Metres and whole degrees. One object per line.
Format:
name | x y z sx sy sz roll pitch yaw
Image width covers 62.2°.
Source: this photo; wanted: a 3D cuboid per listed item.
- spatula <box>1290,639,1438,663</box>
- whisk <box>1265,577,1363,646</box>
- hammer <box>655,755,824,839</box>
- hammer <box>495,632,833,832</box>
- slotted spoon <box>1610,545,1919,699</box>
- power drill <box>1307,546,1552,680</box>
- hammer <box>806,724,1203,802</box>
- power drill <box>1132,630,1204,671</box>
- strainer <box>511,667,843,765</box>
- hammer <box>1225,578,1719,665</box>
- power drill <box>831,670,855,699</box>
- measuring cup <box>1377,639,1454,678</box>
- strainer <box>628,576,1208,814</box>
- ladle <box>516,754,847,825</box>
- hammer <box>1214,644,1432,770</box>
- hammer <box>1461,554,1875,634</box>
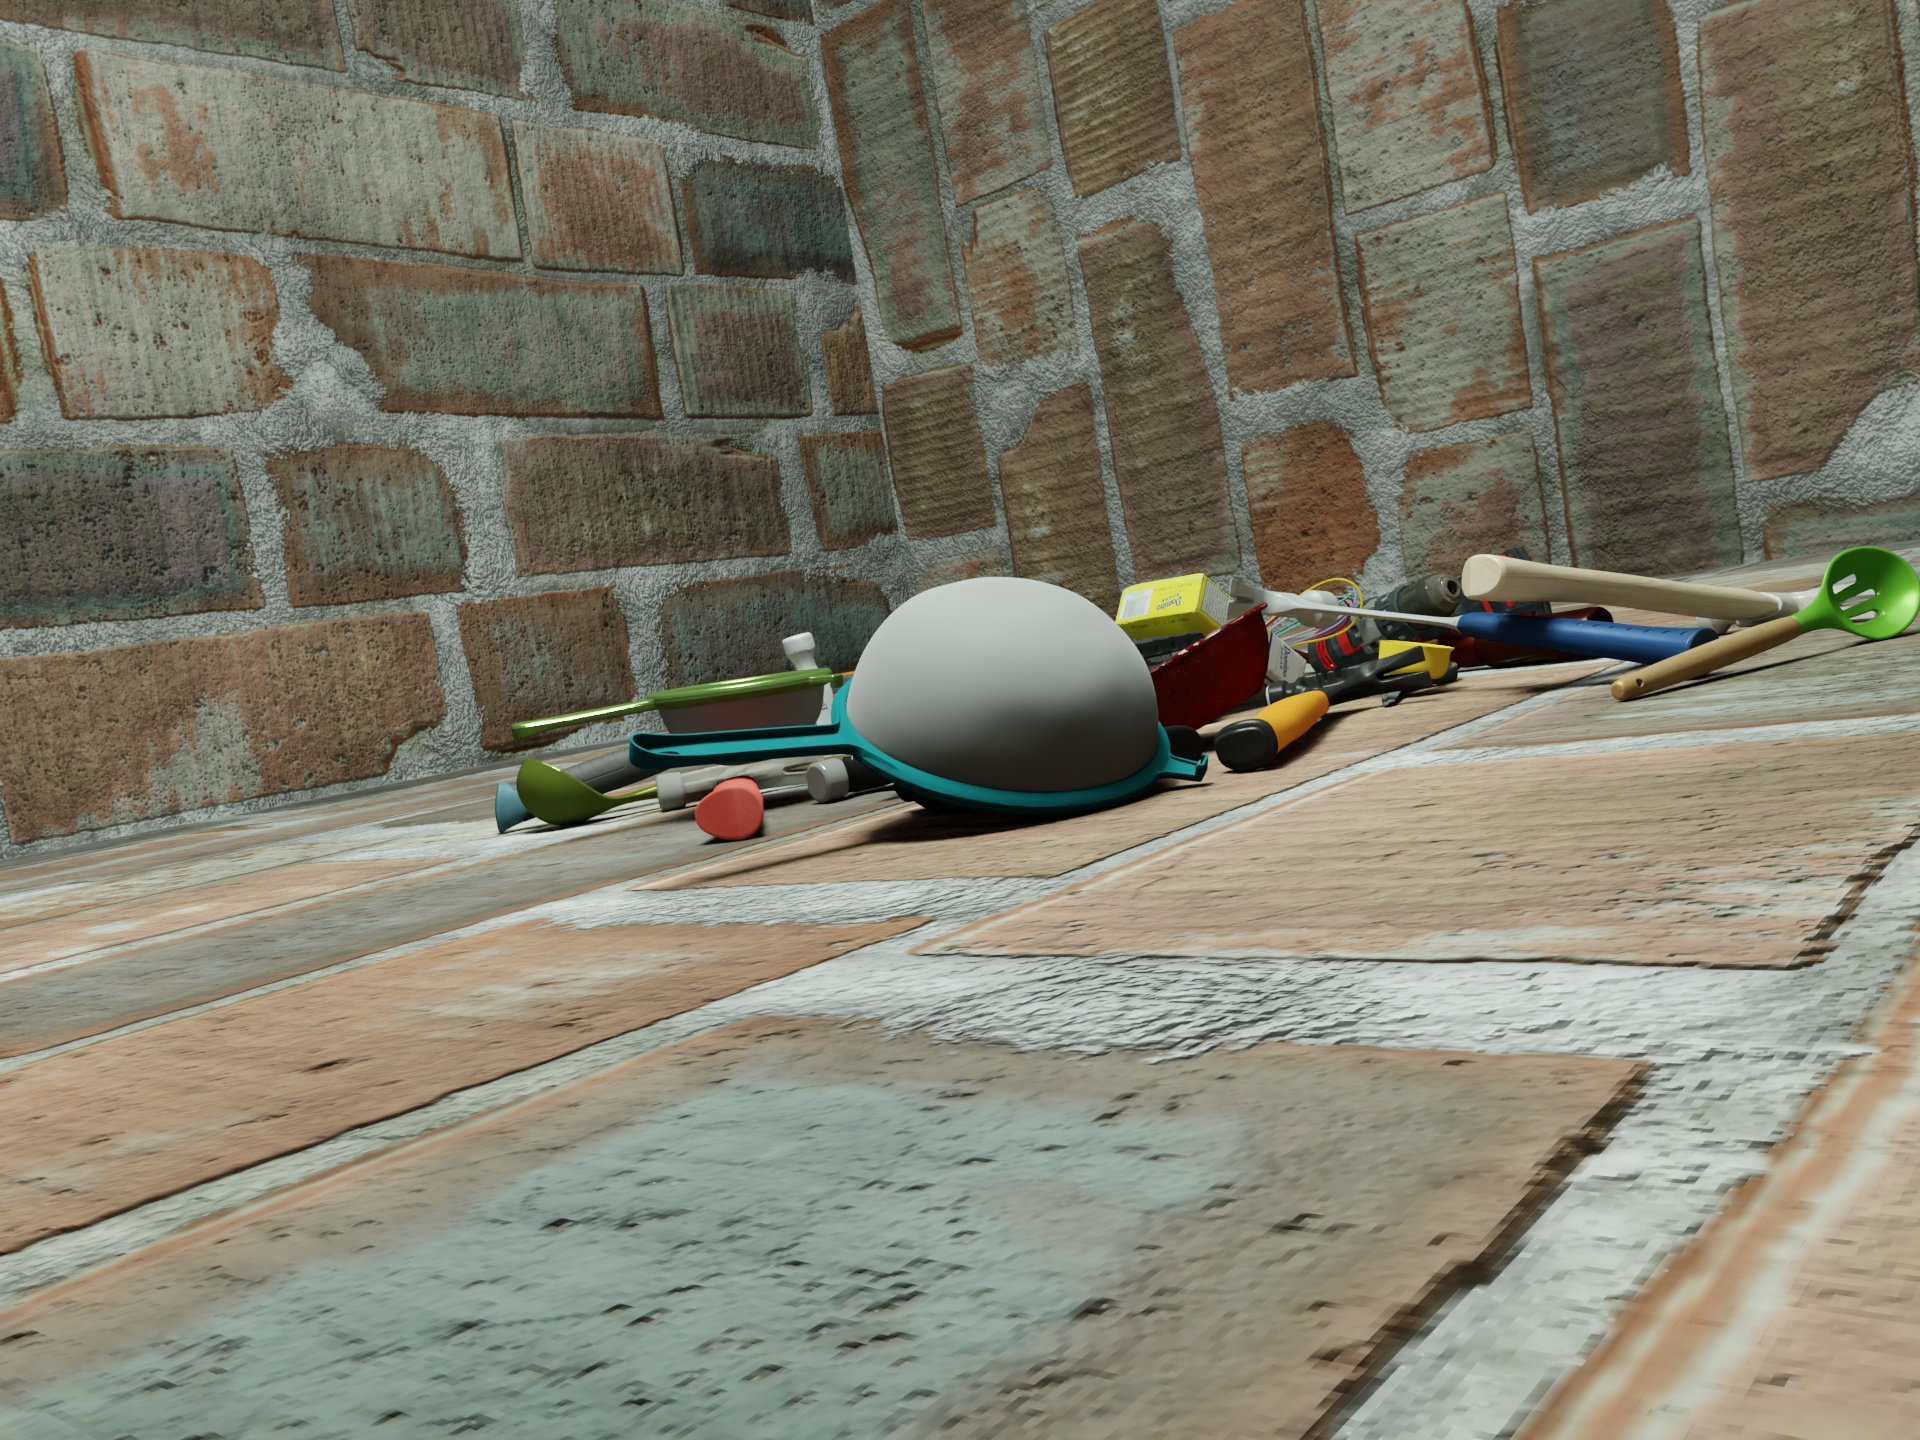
spatula | 0.495 -0.089 1.797 0.322 0.041 0.081 -9 2 -5
whisk | 0.285 -0.067 1.553 0.245 0.047 0.051 -30 14 32
hammer | -0.166 0.055 1.237 0.149 0.037 0.359 -10 3 -9
hammer | -0.273 0.028 1.478 0.331 0.128 0.033 -20 5 -17
slotted spoon | 0.556 -0.060 1.096 0.313 0.070 0.031 -17 -13 -27
power drill | 0.473 -0.108 1.555 0.226 0.080 0.188 -14 -12 -30
hammer | 0.041 0.027 1.151 0.146 0.035 0.335 -13 5 -40
power drill | 0.121 -0.024 1.437 0.190 0.080 0.228 -13 2 -37
strainer | -0.222 0.010 1.265 0.256 0.069 0.151 -11 5 -20
hammer | 0.384 -0.075 1.244 0.144 0.035 0.406 3 7 -37
power drill | -0.127 -0.013 1.939 0.164 0.084 0.226 -8 -1 24
measuring cup | 0.394 -0.051 1.354 0.062 0.029 0.156 8 5 25
strainer | -0.027 -0.027 0.939 0.340 0.095 0.211 -5 28 -27
ladle | -0.239 0.046 1.443 0.320 0.062 0.078 -8 -8 -24
hammer | 0.248 -0.008 1.123 0.127 0.034 0.337 -14 2 24
hammer | 0.552 -0.101 1.254 0.410 0.038 0.146 1 -3 -34
